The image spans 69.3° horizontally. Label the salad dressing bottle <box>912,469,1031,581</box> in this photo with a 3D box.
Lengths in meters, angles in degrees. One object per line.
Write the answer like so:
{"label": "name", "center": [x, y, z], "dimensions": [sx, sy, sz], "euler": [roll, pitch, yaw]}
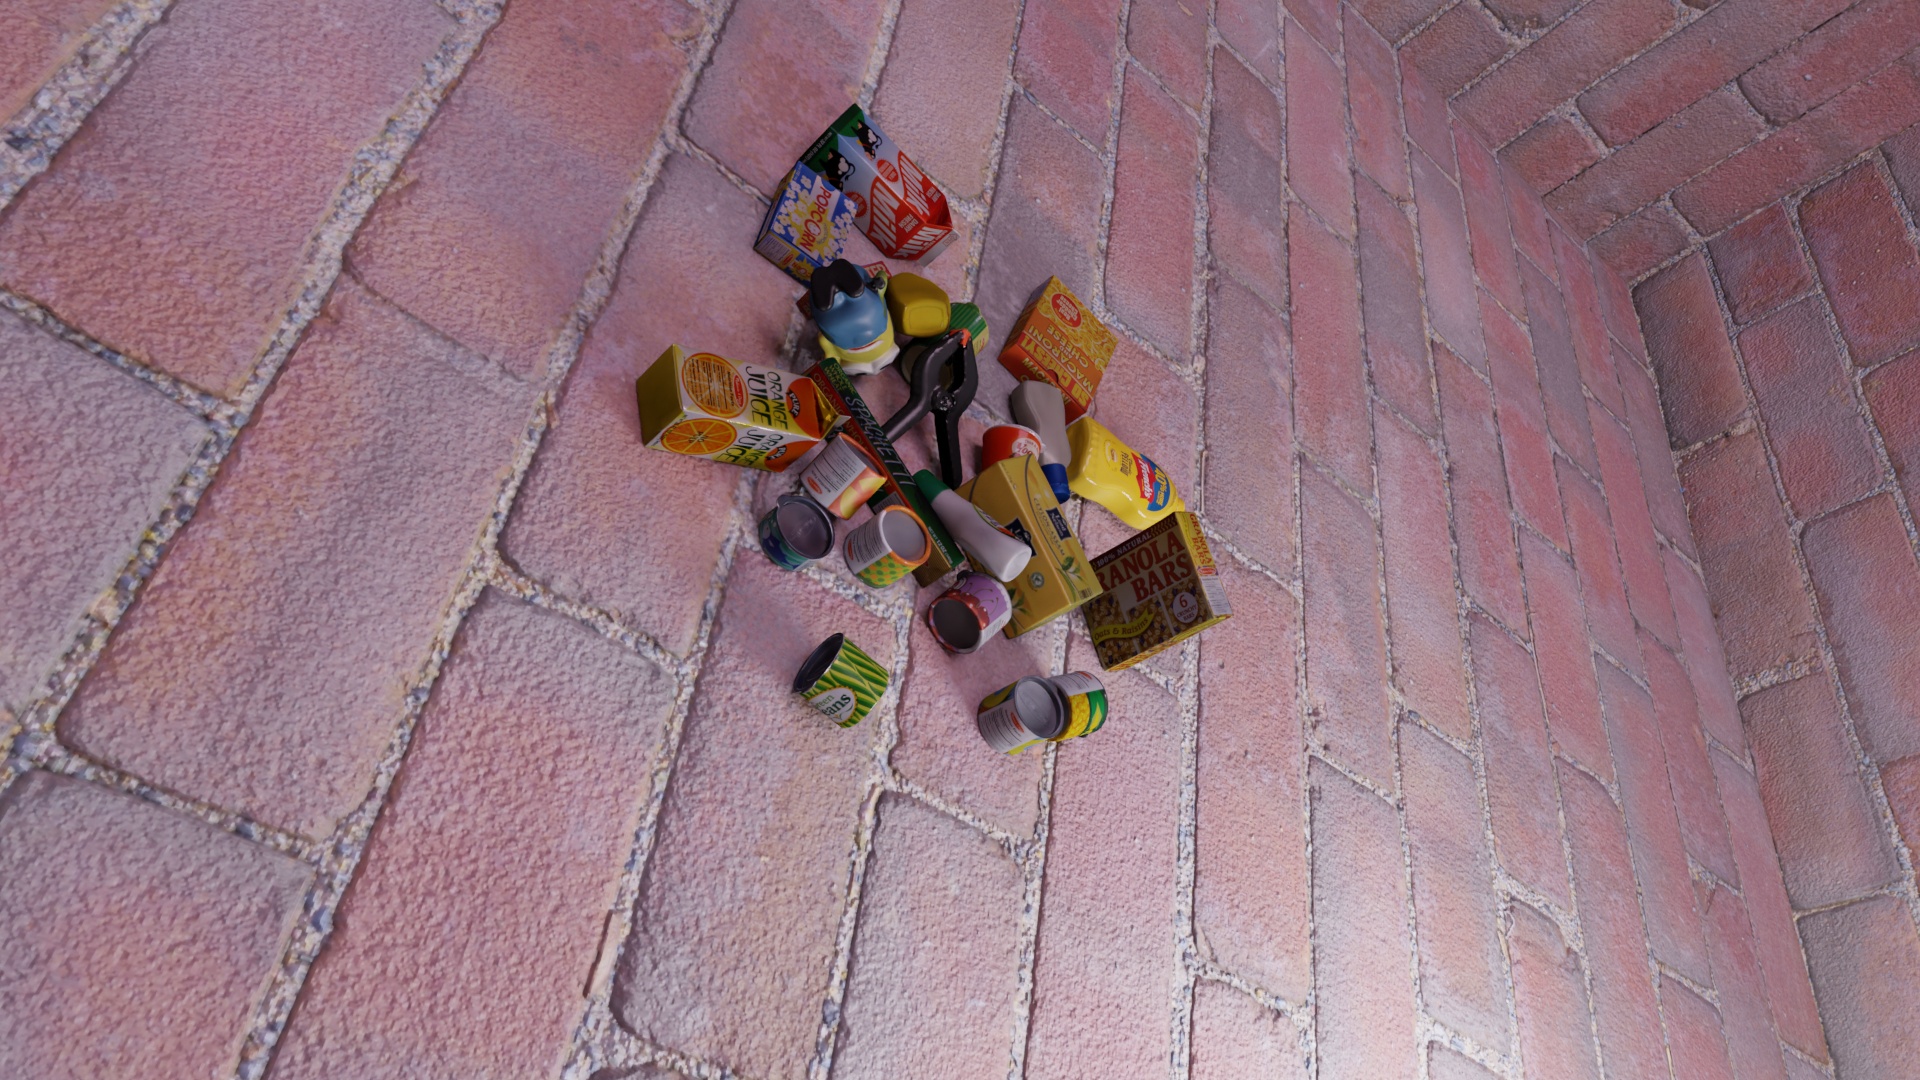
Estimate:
{"label": "salad dressing bottle", "center": [0.005, -0.018, 1.420], "dimensions": [0.148, 0.044, 0.064], "euler": [39, 3, 24]}

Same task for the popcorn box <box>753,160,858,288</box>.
{"label": "popcorn box", "center": [-0.167, -0.341, 1.508], "dimensions": [0.085, 0.038, 0.127], "euler": [33, 46, -24]}

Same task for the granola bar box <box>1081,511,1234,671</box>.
{"label": "granola bar box", "center": [0.205, 0.058, 1.518], "dimensions": [0.039, 0.165, 0.124], "euler": [0, 65, -44]}

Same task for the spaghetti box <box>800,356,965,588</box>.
{"label": "spaghetti box", "center": [-0.084, -0.070, 1.405], "dimensions": [0.029, 0.050, 0.250], "euler": [-32, 89, -49]}

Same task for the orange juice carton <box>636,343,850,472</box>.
{"label": "orange juice carton", "center": [-0.199, -0.118, 1.306], "dimensions": [0.193, 0.071, 0.073], "euler": [10, 59, -40]}

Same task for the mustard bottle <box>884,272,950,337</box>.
{"label": "mustard bottle", "center": [-0.054, -0.264, 1.529], "dimensions": [0.065, 0.048, 0.161], "euler": [-4, 24, -12]}

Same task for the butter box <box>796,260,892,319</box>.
{"label": "butter box", "center": [-0.124, -0.270, 1.492], "dimensions": [0.104, 0.053, 0.024], "euler": [-28, 85, -50]}

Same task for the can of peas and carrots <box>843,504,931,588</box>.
{"label": "can of peas and carrots", "center": [-0.069, 0.006, 1.363], "dimensions": [0.071, 0.058, 0.071], "euler": [24, 51, -33]}

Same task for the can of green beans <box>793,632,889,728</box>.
{"label": "can of green beans", "center": [-0.106, 0.126, 1.244], "dimensions": [0.058, 0.071, 0.071], "euler": [42, 43, -18]}

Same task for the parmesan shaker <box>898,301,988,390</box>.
{"label": "parmesan shaker", "center": [-0.018, -0.216, 1.548], "dimensions": [0.071, 0.071, 0.103], "euler": [48, 41, -10]}

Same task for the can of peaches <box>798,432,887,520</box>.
{"label": "can of peaches", "center": [-0.112, -0.062, 1.347], "dimensions": [0.071, 0.058, 0.071], "euler": [42, 10, -9]}

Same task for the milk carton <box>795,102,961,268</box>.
{"label": "milk carton", "center": [-0.087, -0.399, 1.597], "dimensions": [0.190, 0.072, 0.074], "euler": [44, 42, -14]}

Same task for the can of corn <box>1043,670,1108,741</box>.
{"label": "can of corn", "center": [0.108, 0.173, 1.426], "dimensions": [0.058, 0.071, 0.071], "euler": [-4, 69, -45]}

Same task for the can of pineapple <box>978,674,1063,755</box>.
{"label": "can of pineapple", "center": [0.061, 0.174, 1.383], "dimensions": [0.071, 0.057, 0.071], "euler": [24, 50, -33]}

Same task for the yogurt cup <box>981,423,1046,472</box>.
{"label": "yogurt cup", "center": [0.054, -0.090, 1.544], "dimensions": [0.072, 0.072, 0.054], "euler": [29, 56, -29]}

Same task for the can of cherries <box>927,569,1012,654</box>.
{"label": "can of cherries", "center": [0.007, 0.071, 1.392], "dimensions": [0.071, 0.071, 0.059], "euler": [55, 42, -2]}

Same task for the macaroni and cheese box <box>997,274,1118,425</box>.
{"label": "macaroni and cheese box", "center": [0.124, -0.238, 1.725], "dimensions": [0.123, 0.040, 0.167], "euler": [42, 42, -15]}

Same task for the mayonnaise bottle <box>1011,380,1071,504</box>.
{"label": "mayonnaise bottle", "center": [0.099, -0.113, 1.620], "dimensions": [0.065, 0.041, 0.148], "euler": [12, 58, -36]}

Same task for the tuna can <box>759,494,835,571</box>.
{"label": "tuna can", "center": [-0.156, -0.008, 1.307], "dimensions": [0.071, 0.032, 0.071], "euler": [24, 50, -32]}
